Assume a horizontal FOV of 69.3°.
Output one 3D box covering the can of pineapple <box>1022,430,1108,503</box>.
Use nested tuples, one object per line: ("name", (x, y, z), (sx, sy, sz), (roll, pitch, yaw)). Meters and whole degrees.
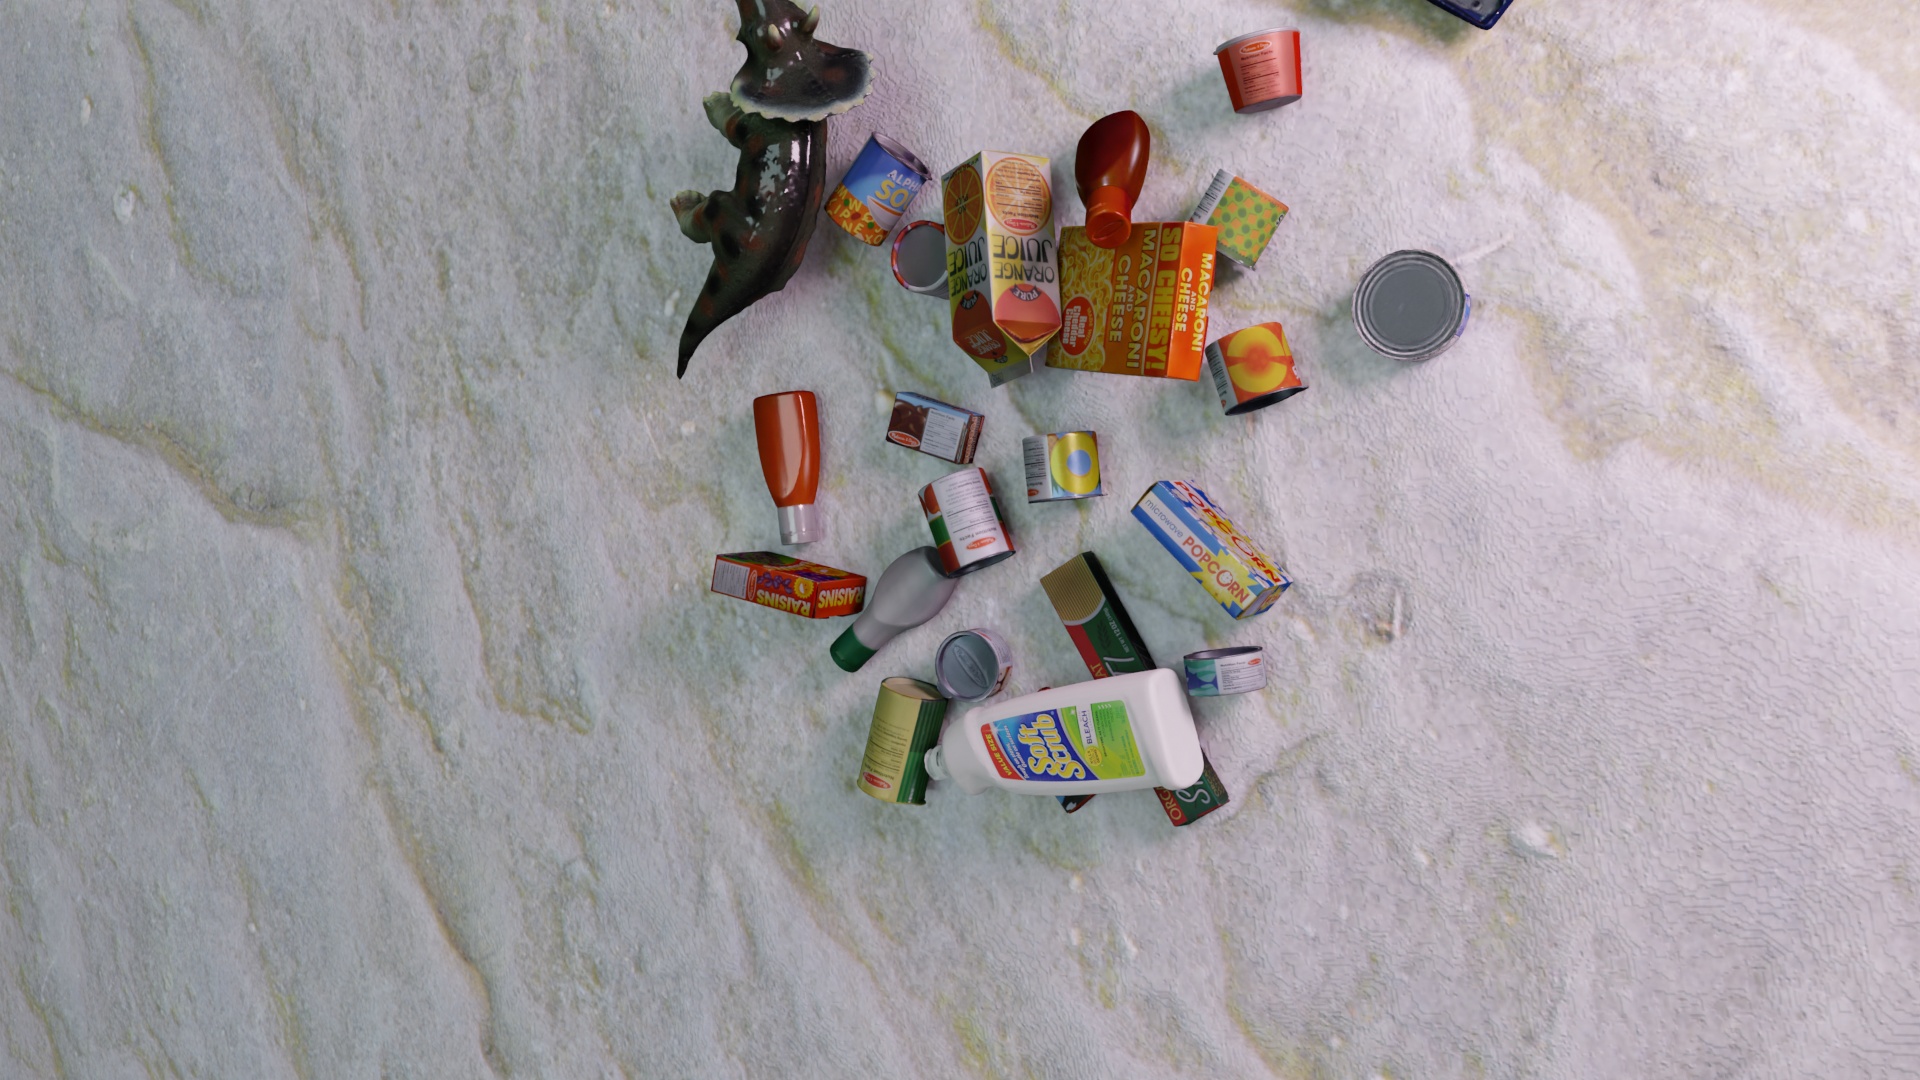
("can of pineapple", (0.090, -0.064, 1.214), (0.071, 0.071, 0.058), (-6, 90, 29))

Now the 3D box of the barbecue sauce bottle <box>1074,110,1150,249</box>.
("barbecue sauce bottle", (0.124, -0.296, 1.145), (0.064, 0.043, 0.149), (-25, 36, 29))

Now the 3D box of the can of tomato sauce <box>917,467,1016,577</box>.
("can of tomato sauce", (0.005, -0.016, 1.262), (0.071, 0.071, 0.083), (-25, 80, 27))

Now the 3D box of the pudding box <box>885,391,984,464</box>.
("pudding box", (-0.024, -0.105, 1.292), (0.084, 0.030, 0.049), (20, 103, 26))

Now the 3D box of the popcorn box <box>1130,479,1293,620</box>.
("popcorn box", (0.207, 0.005, 1.141), (0.127, 0.085, 0.038), (48, 112, 18))

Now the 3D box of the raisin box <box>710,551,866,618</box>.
("raisin box", (-0.166, 0.043, 1.344), (0.123, 0.086, 0.040), (13, 97, 27))

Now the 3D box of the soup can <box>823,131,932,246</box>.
("soup can", (-0.076, -0.324, 1.289), (0.071, 0.071, 0.083), (46, 112, 19))

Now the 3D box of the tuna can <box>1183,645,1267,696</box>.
("tuna can", (0.218, 0.108, 1.153), (0.071, 0.071, 0.033), (-8, 90, 29))

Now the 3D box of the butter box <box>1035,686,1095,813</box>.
("butter box", (0.088, 0.188, 1.248), (0.053, 0.024, 0.103), (-44, 72, 24))

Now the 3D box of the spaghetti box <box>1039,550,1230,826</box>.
("spaghetti box", (0.151, 0.128, 1.210), (0.050, 0.029, 0.250), (-34, 76, 26))

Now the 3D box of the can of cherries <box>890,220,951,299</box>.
("can of cherries", (-0.023, -0.258, 1.268), (0.071, 0.058, 0.071), (2, 94, 28))

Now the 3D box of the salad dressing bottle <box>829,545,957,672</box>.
("salad dressing bottle", (-0.066, 0.067, 1.316), (0.147, 0.044, 0.064), (-44, 74, 24))

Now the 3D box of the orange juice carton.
("orange juice carton", (0.037, -0.233, 1.208), (0.071, 0.073, 0.192), (-11, 81, 59))

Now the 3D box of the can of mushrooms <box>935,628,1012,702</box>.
("can of mushrooms", (0.011, 0.116, 1.282), (0.071, 0.033, 0.071), (2, 94, 28))

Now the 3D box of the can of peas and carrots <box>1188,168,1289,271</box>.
("can of peas and carrots", (0.226, -0.261, 1.131), (0.071, 0.071, 0.058), (37, 108, 22))

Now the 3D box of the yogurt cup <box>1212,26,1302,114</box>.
("yogurt cup", (0.243, -0.377, 1.117), (0.072, 0.072, 0.054), (-8, 97, 29))

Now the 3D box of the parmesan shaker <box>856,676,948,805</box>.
("parmesan shaker", (-0.051, 0.187, 1.300), (0.071, 0.071, 0.103), (19, 101, 26))

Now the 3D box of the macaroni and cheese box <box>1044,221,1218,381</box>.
("macaroni and cheese box", (0.139, -0.199, 1.152), (0.166, 0.040, 0.123), (17, 102, 57))

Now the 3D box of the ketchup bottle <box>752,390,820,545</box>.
("ketchup bottle", (-0.166, -0.070, 1.363), (0.064, 0.043, 0.148), (-6, 90, 29))

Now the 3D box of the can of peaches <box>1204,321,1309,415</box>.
("can of peaches", (0.240, -0.140, 1.129), (0.071, 0.071, 0.058), (-21, 82, 28))
